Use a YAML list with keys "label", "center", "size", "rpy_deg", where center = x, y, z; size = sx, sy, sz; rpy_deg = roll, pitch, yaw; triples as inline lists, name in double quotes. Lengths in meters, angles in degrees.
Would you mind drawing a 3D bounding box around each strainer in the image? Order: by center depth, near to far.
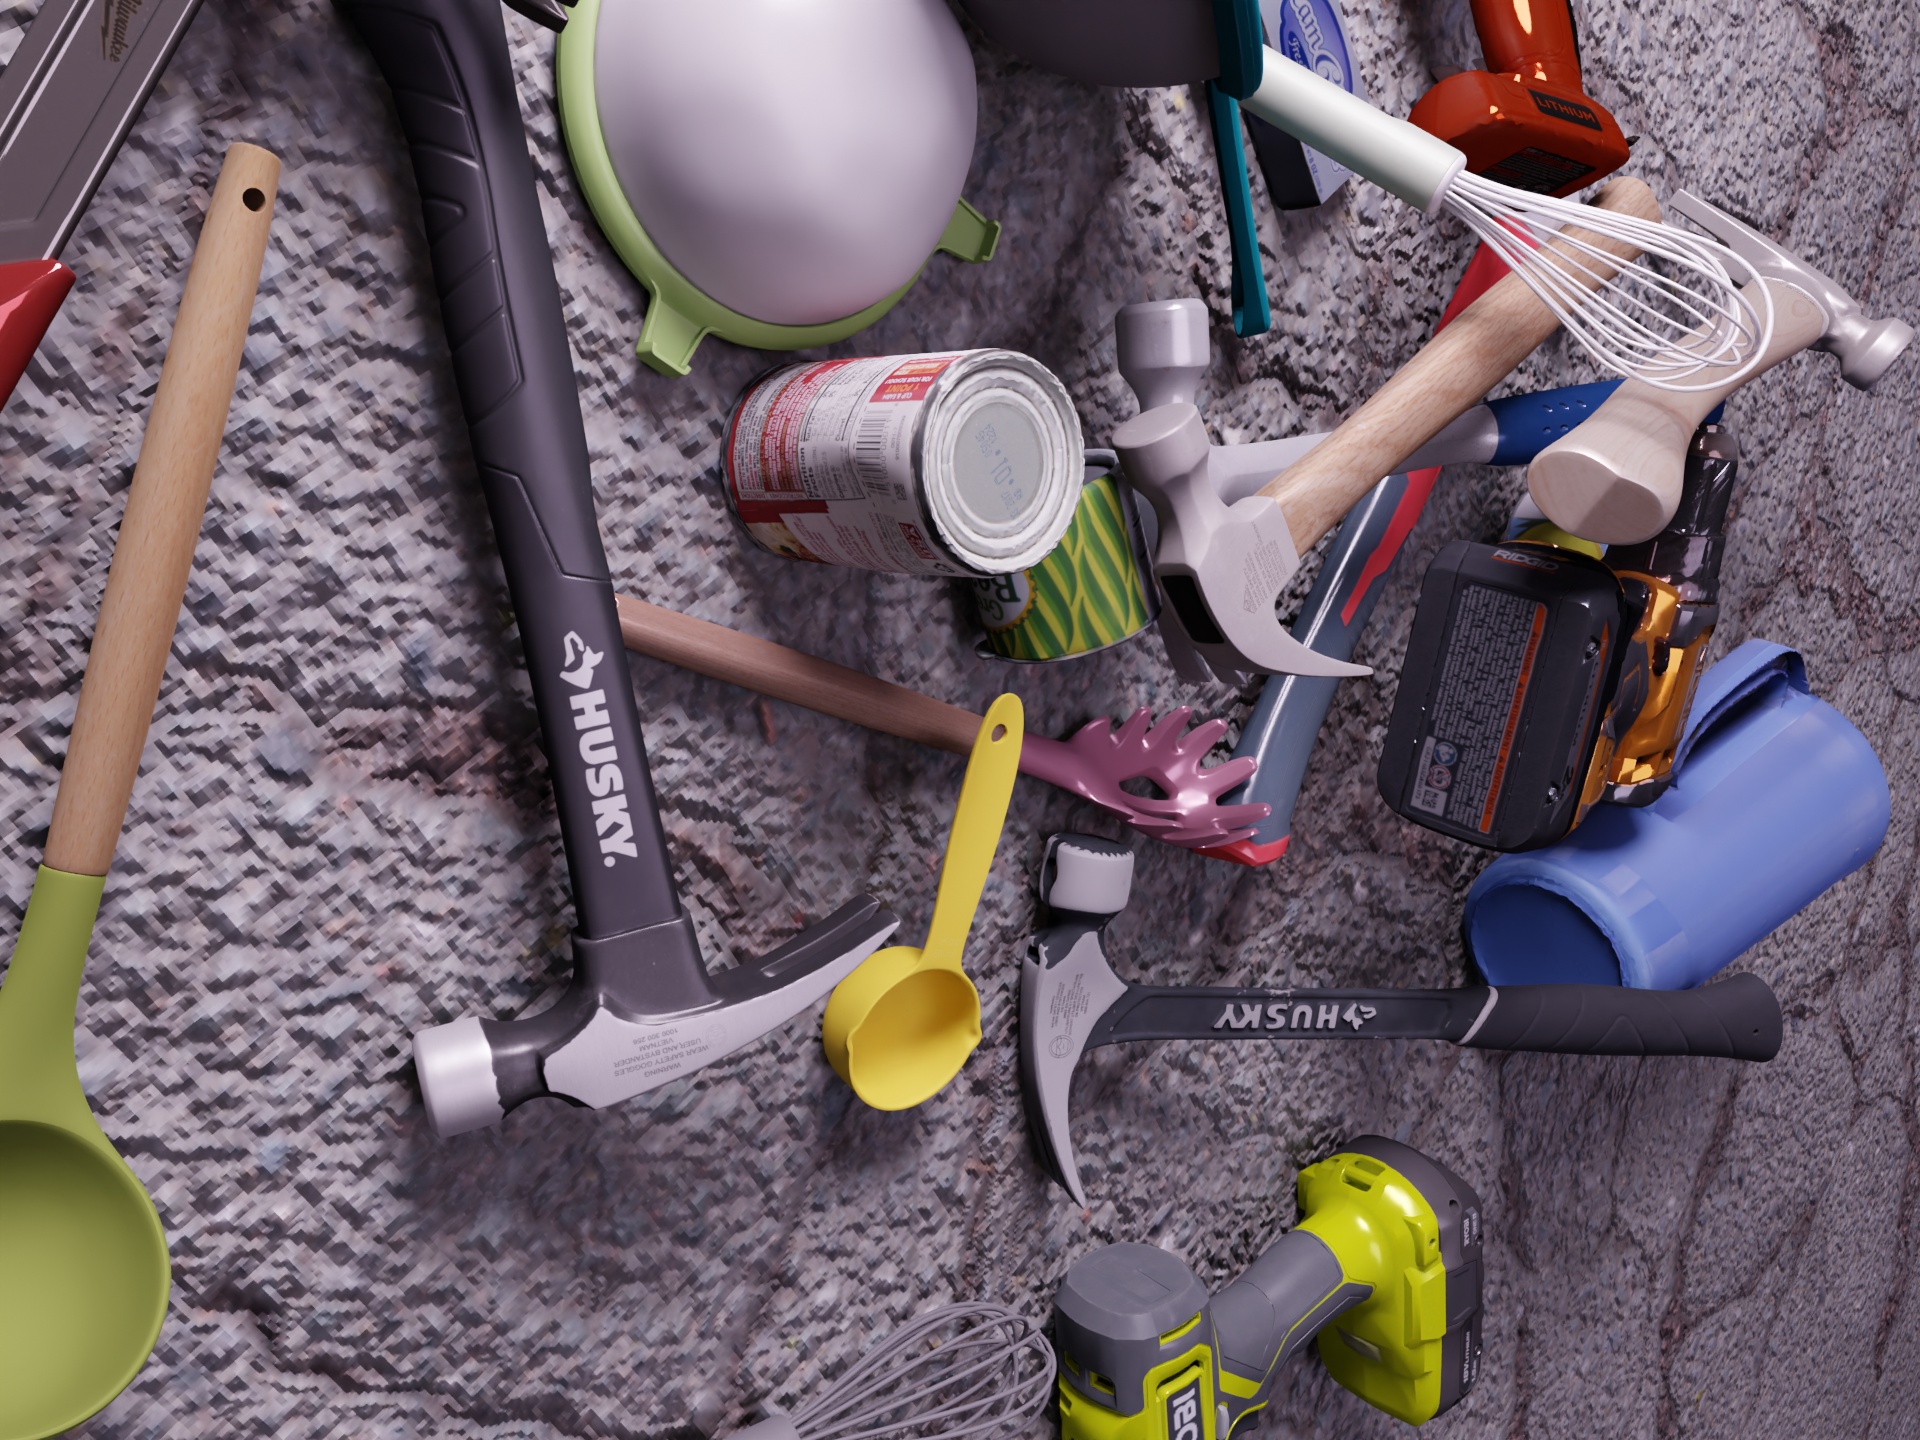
- label: "strainer"
  center: [-0.052, -0.238, 0.465]
  size: [0.151, 0.069, 0.256]
  rpy_deg: [-30, 118, -34]
- label: "strainer"
  center: [0.040, -0.249, 0.531]
  size: [0.340, 0.095, 0.211]
  rpy_deg: [63, 17, -52]

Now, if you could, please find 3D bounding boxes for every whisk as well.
- label: "whisk"
  center: [-0.061, 0.260, 0.562]
  size: [0.239, 0.055, 0.055]
  rpy_deg: [-9, 103, -36]
- label: "whisk"
  center: [0.192, -0.200, 0.603]
  size: [0.059, 0.246, 0.057]
  rpy_deg: [-55, 168, -1]

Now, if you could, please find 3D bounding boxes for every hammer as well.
- label: "hammer"
  center: [-0.226, -0.059, 0.348]
  size: [0.149, 0.037, 0.359]
  rpy_deg: [27, 81, -22]
- label: "hammer"
  center: [-0.111, -0.054, 0.451]
  size: [0.146, 0.035, 0.334]
  rpy_deg: [-13, 103, -19]
- label: "hammer"
  center: [0.190, -0.130, 0.629]
  size: [0.331, 0.031, 0.130]
  rpy_deg: [-40, 118, -29]
- label: "hammer"
  center: [0.223, -0.119, 0.701]
  size: [0.405, 0.035, 0.144]
  rpy_deg: [-15, 105, -37]
- label: "hammer"
  center: [0.211, 0.136, 0.706]
  size: [0.408, 0.036, 0.149]
  rpy_deg: [6, 99, -23]
- label: "hammer"
  center: [0.330, -0.165, 0.721]
  size: [0.410, 0.146, 0.038]
  rpy_deg: [-32, 157, -47]
- label: "hammer"
  center: [0.190, -0.113, 0.722]
  size: [0.143, 0.038, 0.386]
  rpy_deg: [40, 71, -37]

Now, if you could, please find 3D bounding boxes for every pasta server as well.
- label: "pasta server"
  center: [-0.001, -0.002, 0.573]
  size: [0.316, 0.040, 0.060]
  rpy_deg: [18, 48, -40]

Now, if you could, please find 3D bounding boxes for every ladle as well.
- label: "ladle"
  center: [-0.204, 0.012, 0.386]
  size: [0.078, 0.062, 0.320]
  rpy_deg: [17, 83, -50]

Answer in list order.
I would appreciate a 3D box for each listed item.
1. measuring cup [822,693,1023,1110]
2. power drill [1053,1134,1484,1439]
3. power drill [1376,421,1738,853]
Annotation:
- label: "measuring cup"
  center: [-0.010, 0.062, 0.567]
  size: [0.062, 0.029, 0.156]
  rpy_deg: [9, 100, -40]
- label: "power drill"
  center: [0.139, 0.305, 0.726]
  size: [0.228, 0.080, 0.190]
  rpy_deg: [-15, 107, -36]
- label: "power drill"
  center: [0.280, -0.042, 0.705]
  size: [0.226, 0.084, 0.185]
  rpy_deg: [-10, 115, -49]
